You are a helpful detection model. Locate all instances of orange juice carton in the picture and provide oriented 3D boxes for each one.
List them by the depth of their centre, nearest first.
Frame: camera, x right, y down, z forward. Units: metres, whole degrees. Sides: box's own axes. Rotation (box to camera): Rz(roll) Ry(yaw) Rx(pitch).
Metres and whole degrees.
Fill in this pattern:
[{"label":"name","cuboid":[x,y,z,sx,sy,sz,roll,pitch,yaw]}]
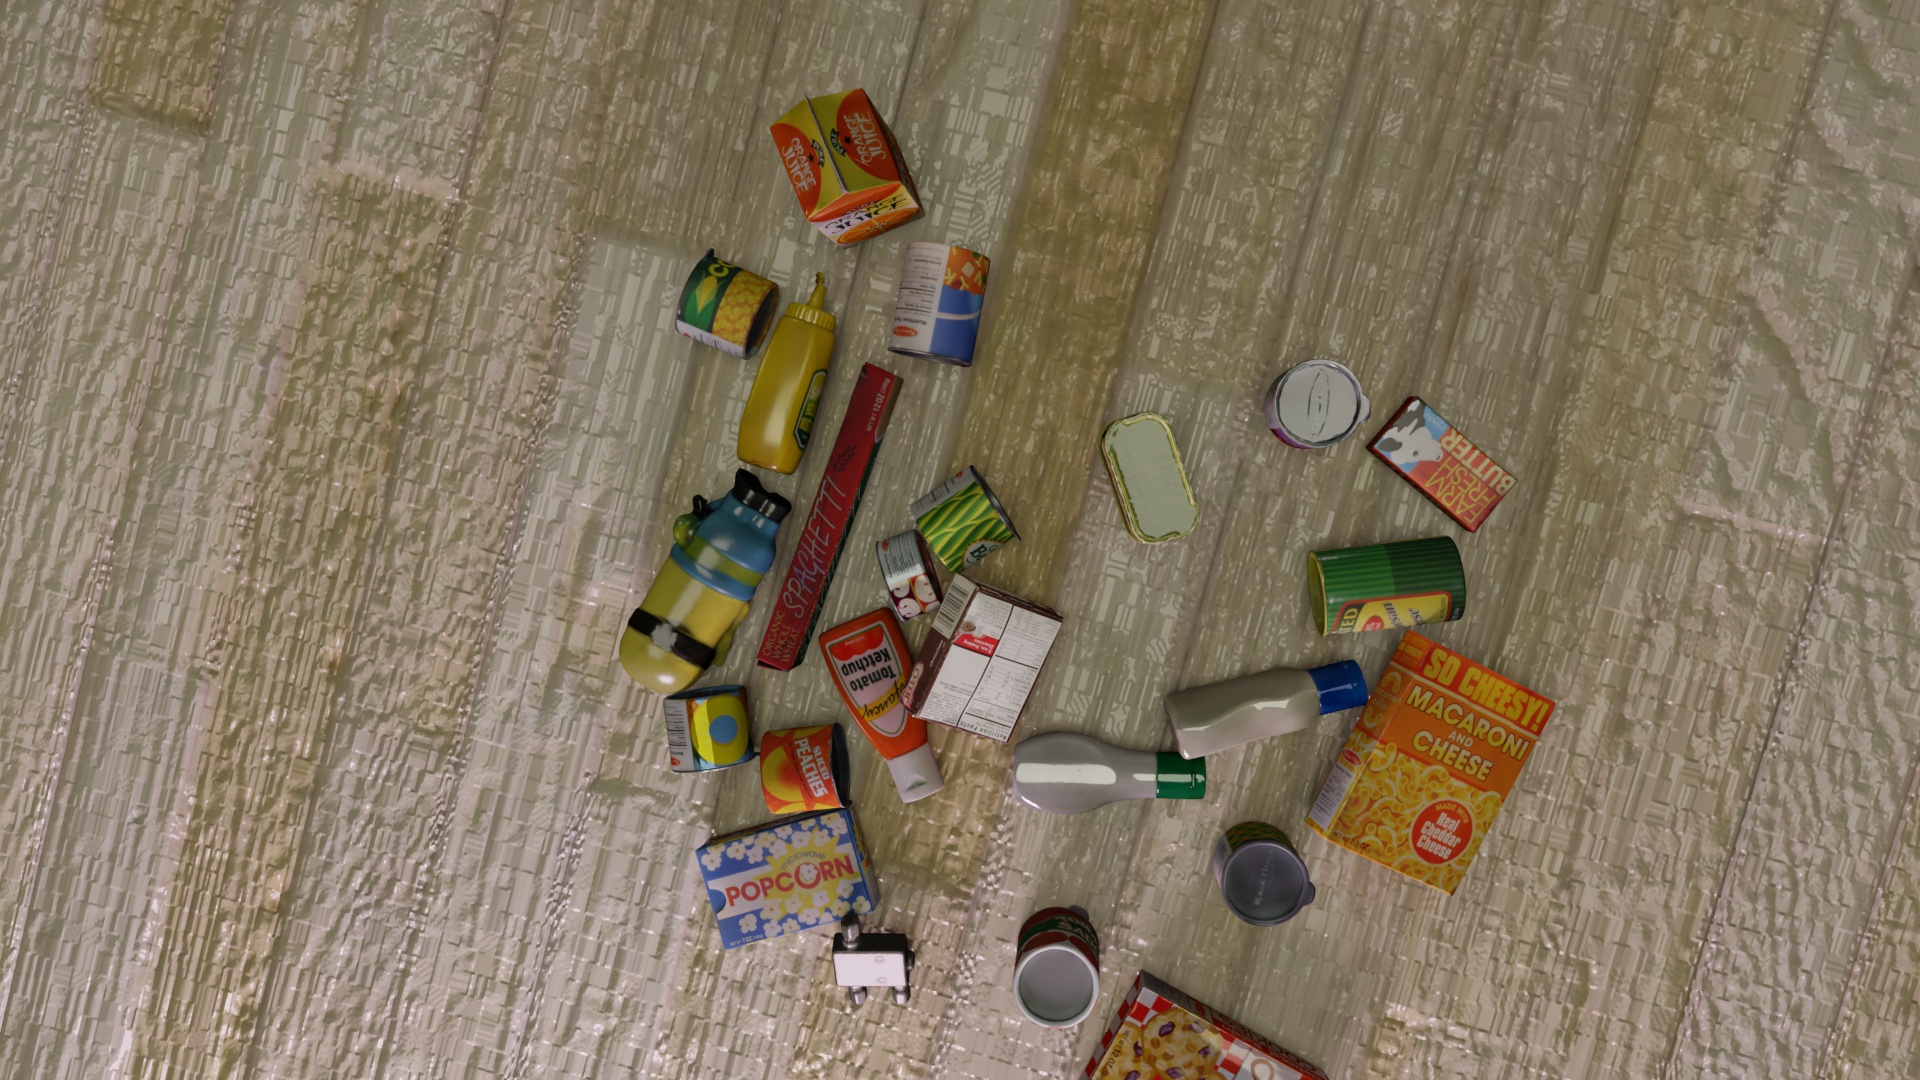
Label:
[{"label":"orange juice carton","cuboid":[-0.081,-0.269,1.004,0.073,0.193,0.071,-21,92,6]}]

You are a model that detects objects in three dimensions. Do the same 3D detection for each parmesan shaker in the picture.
[{"label":"parmesan shaker","cuboid":[0.320,0.033,1.044,0.103,0.071,0.071,-7,92,5]}]

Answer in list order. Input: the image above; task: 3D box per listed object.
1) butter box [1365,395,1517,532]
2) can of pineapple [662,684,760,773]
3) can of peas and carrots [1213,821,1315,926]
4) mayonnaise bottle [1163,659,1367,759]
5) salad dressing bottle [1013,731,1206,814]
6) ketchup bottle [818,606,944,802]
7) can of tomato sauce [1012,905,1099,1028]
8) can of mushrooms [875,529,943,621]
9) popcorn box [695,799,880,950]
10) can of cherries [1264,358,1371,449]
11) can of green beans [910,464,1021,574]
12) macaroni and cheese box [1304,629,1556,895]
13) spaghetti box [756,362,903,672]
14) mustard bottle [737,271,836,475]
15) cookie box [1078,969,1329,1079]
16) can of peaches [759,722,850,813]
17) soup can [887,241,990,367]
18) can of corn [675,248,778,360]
[{"label":"butter box","cuboid":[0.367,-0.058,1.060,0.103,0.024,0.053,41,94,2]},{"label":"can of pineapple","cuboid":[-0.197,0.147,1.095,0.071,0.071,0.058,-7,92,5]},{"label":"can of peas and carrots","cuboid":[0.232,0.255,1.067,0.071,0.059,0.071,0,93,4]},{"label":"mayonnaise bottle","cuboid":[0.234,0.126,1.062,0.148,0.065,0.041,-14,110,1]},{"label":"salad dressing bottle","cuboid":[0.115,0.182,1.082,0.148,0.044,0.064,1,91,4]},{"label":"ketchup bottle","cuboid":[-0.056,0.131,1.093,0.065,0.043,0.148,-22,91,5]},{"label":"can of tomato sauce","cuboid":[0.076,0.327,1.070,0.071,0.083,0.071,0,93,5]},{"label":"can of mushrooms","cuboid":[-0.038,0.028,1.078,0.033,0.071,0.071,-20,91,5]},{"label":"popcorn box","cuboid":[-0.136,0.266,1.108,0.127,0.038,0.085,-16,92,5]},{"label":"can of cherries","cuboid":[0.269,-0.101,1.050,0.071,0.058,0.071,0,92,5]},{"label":"can of green beans","cuboid":[0.003,-0.015,1.071,0.058,0.071,0.071,-34,90,6]},{"label":"macaroni and cheese box","cuboid":[0.353,0.167,1.047,0.124,0.040,0.166,26,94,-16]},{"label":"spaghetti box","cuboid":[-0.102,-0.016,1.088,0.029,0.050,0.249,21,94,5]},{"label":"mustard bottle","cuboid":[-0.129,-0.132,1.079,0.049,0.065,0.160,17,90,8]},{"label":"cookie box","cuboid":[0.187,0.435,1.087,0.167,0.040,0.123,28,94,3]},{"label":"can of peaches","cuboid":[-0.122,0.178,1.087,0.058,0.071,0.071,-7,92,6]},{"label":"soup can","cuboid":[-0.014,-0.180,1.068,0.071,0.071,0.083,11,93,4]},{"label":"can of corn","cuboid":[-0.179,-0.183,1.078,0.058,0.071,0.071,23,94,3]}]
